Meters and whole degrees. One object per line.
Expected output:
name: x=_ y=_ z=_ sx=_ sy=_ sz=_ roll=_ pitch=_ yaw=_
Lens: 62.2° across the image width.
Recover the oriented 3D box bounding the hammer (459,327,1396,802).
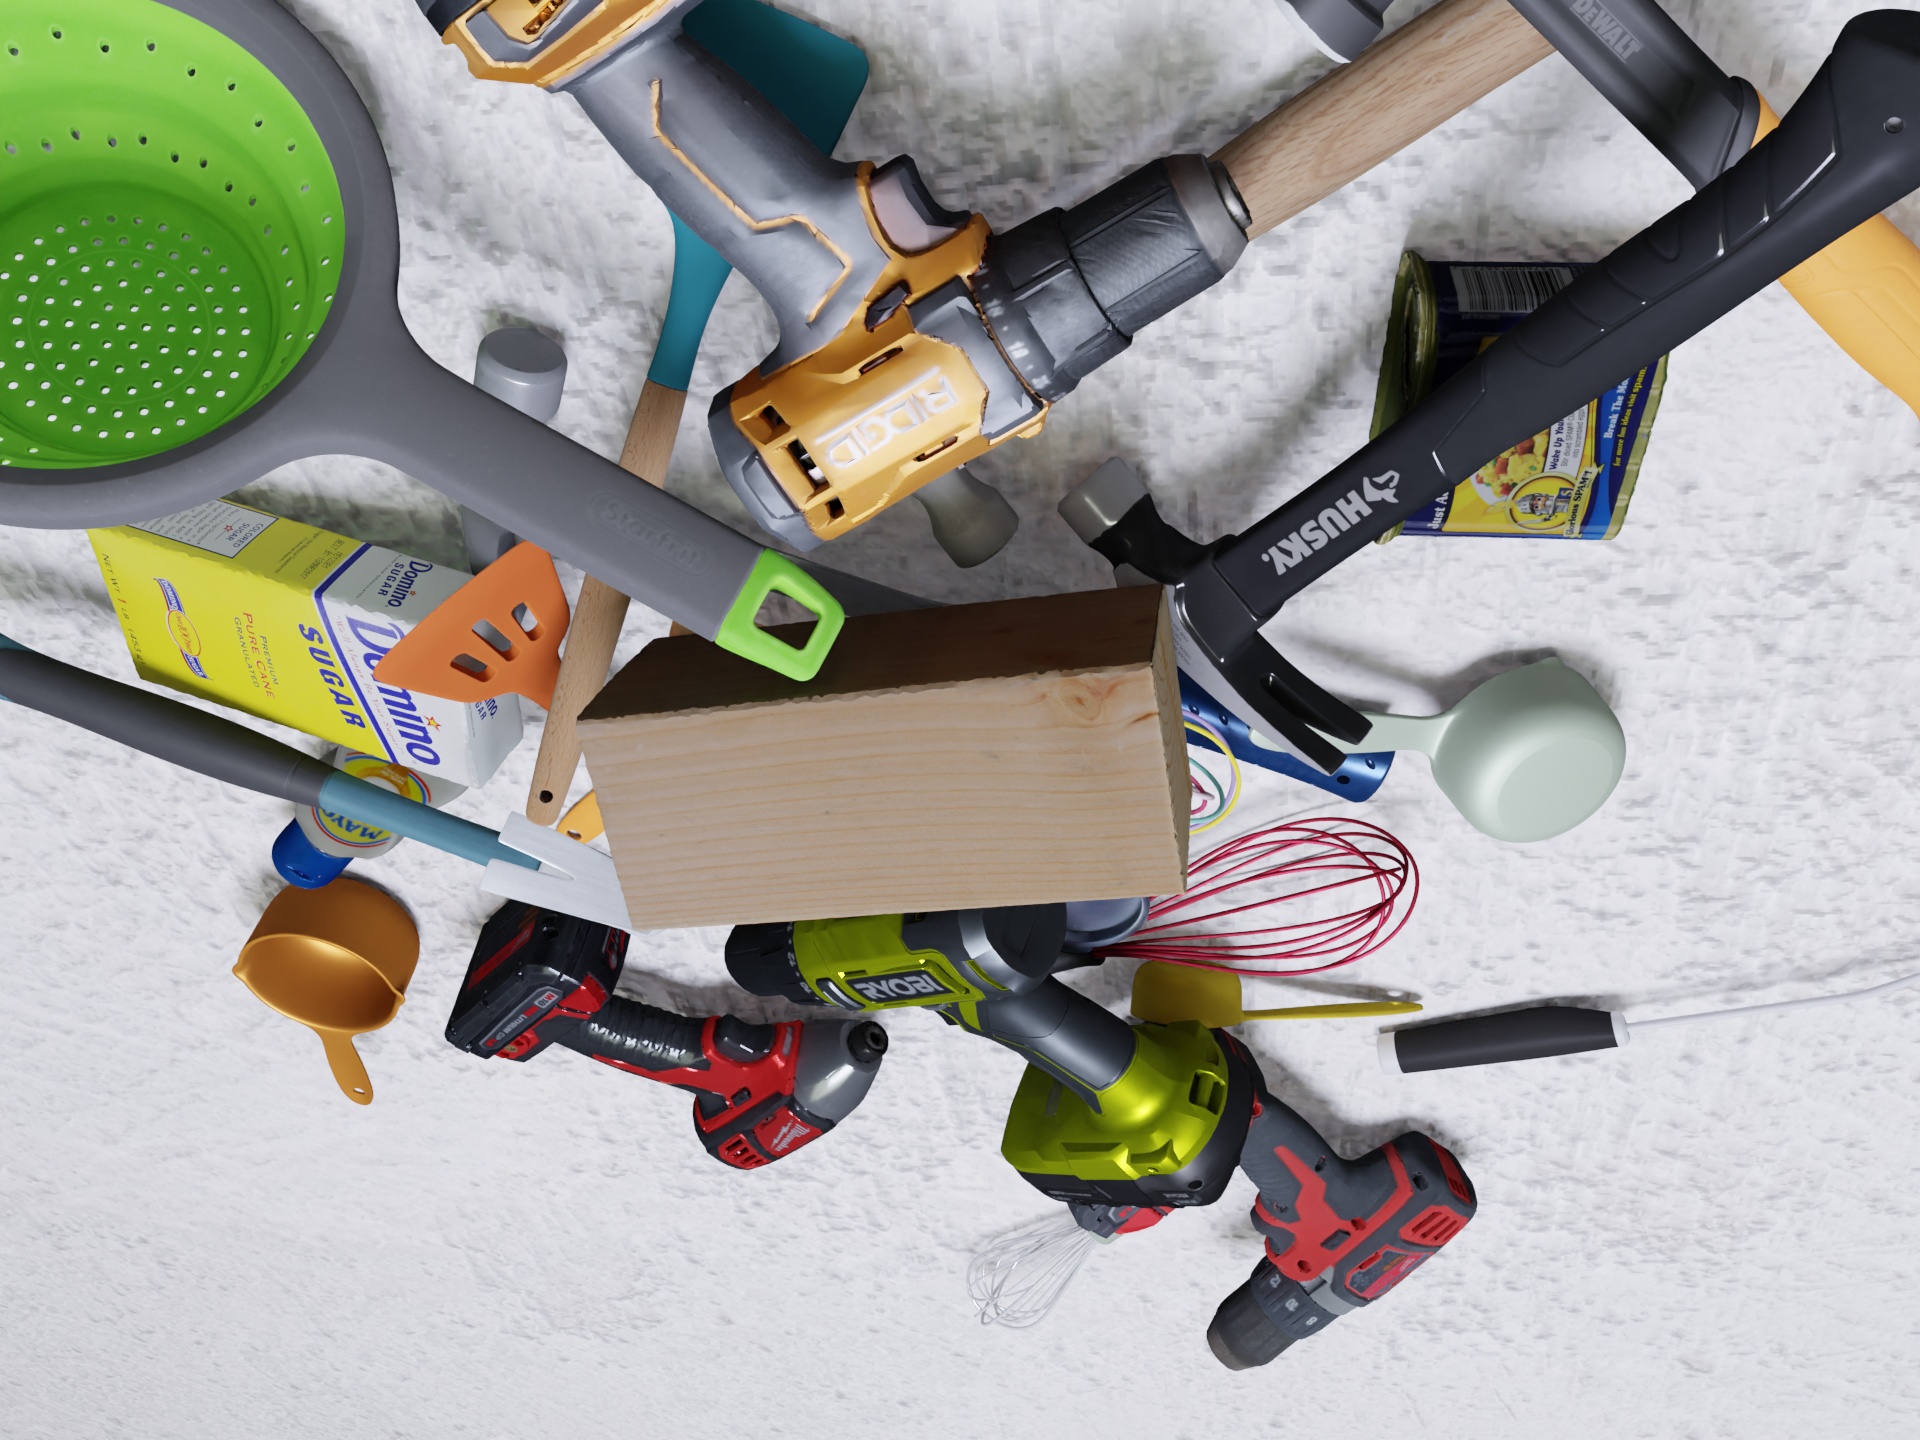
hammer: x=-0.012 y=-0.037 z=0.675 sx=0.405 sy=0.035 sz=0.144 roll=18 pitch=134 yaw=-8

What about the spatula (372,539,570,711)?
spatula: x=-0.143 y=0.031 z=0.719 sx=0.081 sy=0.041 sz=0.322 roll=-41 pitch=141 yaw=-7

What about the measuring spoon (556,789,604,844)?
measuring spoon: x=-0.170 y=0.039 z=0.791 sx=0.021 sy=0.011 sz=0.117 roll=36 pitch=129 yaw=-23

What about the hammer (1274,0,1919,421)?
hammer: x=0.251 y=-0.166 z=0.478 sx=0.336 sy=0.034 sz=0.127 roll=28 pitch=127 yaw=-29

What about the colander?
colander: x=-0.225 y=-0.114 z=0.551 sx=0.397 sy=0.204 sz=0.094 roll=29 pitch=163 yaw=-8

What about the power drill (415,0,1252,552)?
power drill: x=-0.036 y=-0.181 z=0.482 sx=0.185 sy=0.084 sz=0.226 roll=-26 pitch=114 yaw=21

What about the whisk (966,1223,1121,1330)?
whisk: x=0.083 y=0.322 z=1.001 sx=0.059 sy=0.058 sz=0.246 roll=48 pitch=125 yaw=6

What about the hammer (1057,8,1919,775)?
hammer: x=0.163 y=-0.089 z=0.495 sx=0.146 sy=0.035 sz=0.334 roll=49 pitch=146 yaw=-2

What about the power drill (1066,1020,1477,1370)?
power drill: x=0.156 y=0.275 z=0.894 sx=0.226 sy=0.080 sz=0.188 roll=33 pitch=112 yaw=-24

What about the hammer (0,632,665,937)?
hammer: x=-0.289 y=0.027 z=0.703 sx=0.331 sy=0.033 sz=0.128 roll=20 pitch=170 yaw=2

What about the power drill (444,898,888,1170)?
power drill: x=-0.152 y=0.167 z=0.871 sx=0.219 sy=0.079 sz=0.143 roll=34 pitch=130 yaw=-25

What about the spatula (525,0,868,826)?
spatula: x=-0.118 y=-0.098 z=0.583 sx=0.082 sy=0.044 sz=0.317 roll=18 pitch=108 yaw=-7

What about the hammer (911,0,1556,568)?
hammer: x=0.088 y=-0.174 z=0.525 sx=0.331 sy=0.031 sz=0.130 roll=-28 pitch=118 yaw=28

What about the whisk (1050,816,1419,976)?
whisk: x=0.083 y=0.105 z=0.784 sx=0.296 sy=0.073 sz=0.073 roll=-17 pitch=129 yaw=30

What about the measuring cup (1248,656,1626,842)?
measuring cup: x=0.199 y=0.016 z=0.654 sx=0.167 sy=0.038 sz=0.083 roll=2 pitch=125 yaw=-19

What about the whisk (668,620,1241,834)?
whisk: x=-0.002 y=0.000 z=0.656 sx=0.245 sy=0.051 sz=0.047 roll=17 pitch=139 yaw=-3

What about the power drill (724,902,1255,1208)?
power drill: x=0.012 y=0.144 z=0.751 sx=0.190 sy=0.080 sz=0.228 roll=-16 pitch=132 yaw=44

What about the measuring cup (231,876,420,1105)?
measuring cup: x=-0.348 y=0.155 z=0.907 sx=0.095 sy=0.052 sz=0.173 roll=9 pitch=136 yaw=1

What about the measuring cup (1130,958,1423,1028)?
measuring cup: x=0.164 y=0.138 z=0.819 sx=0.156 sy=0.062 sz=0.029 roll=0 pitch=91 yaw=-9

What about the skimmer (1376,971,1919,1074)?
skimmer: x=0.390 y=0.171 z=0.771 sx=0.363 sy=0.090 sz=0.127 roll=-13 pitch=162 yaw=23
